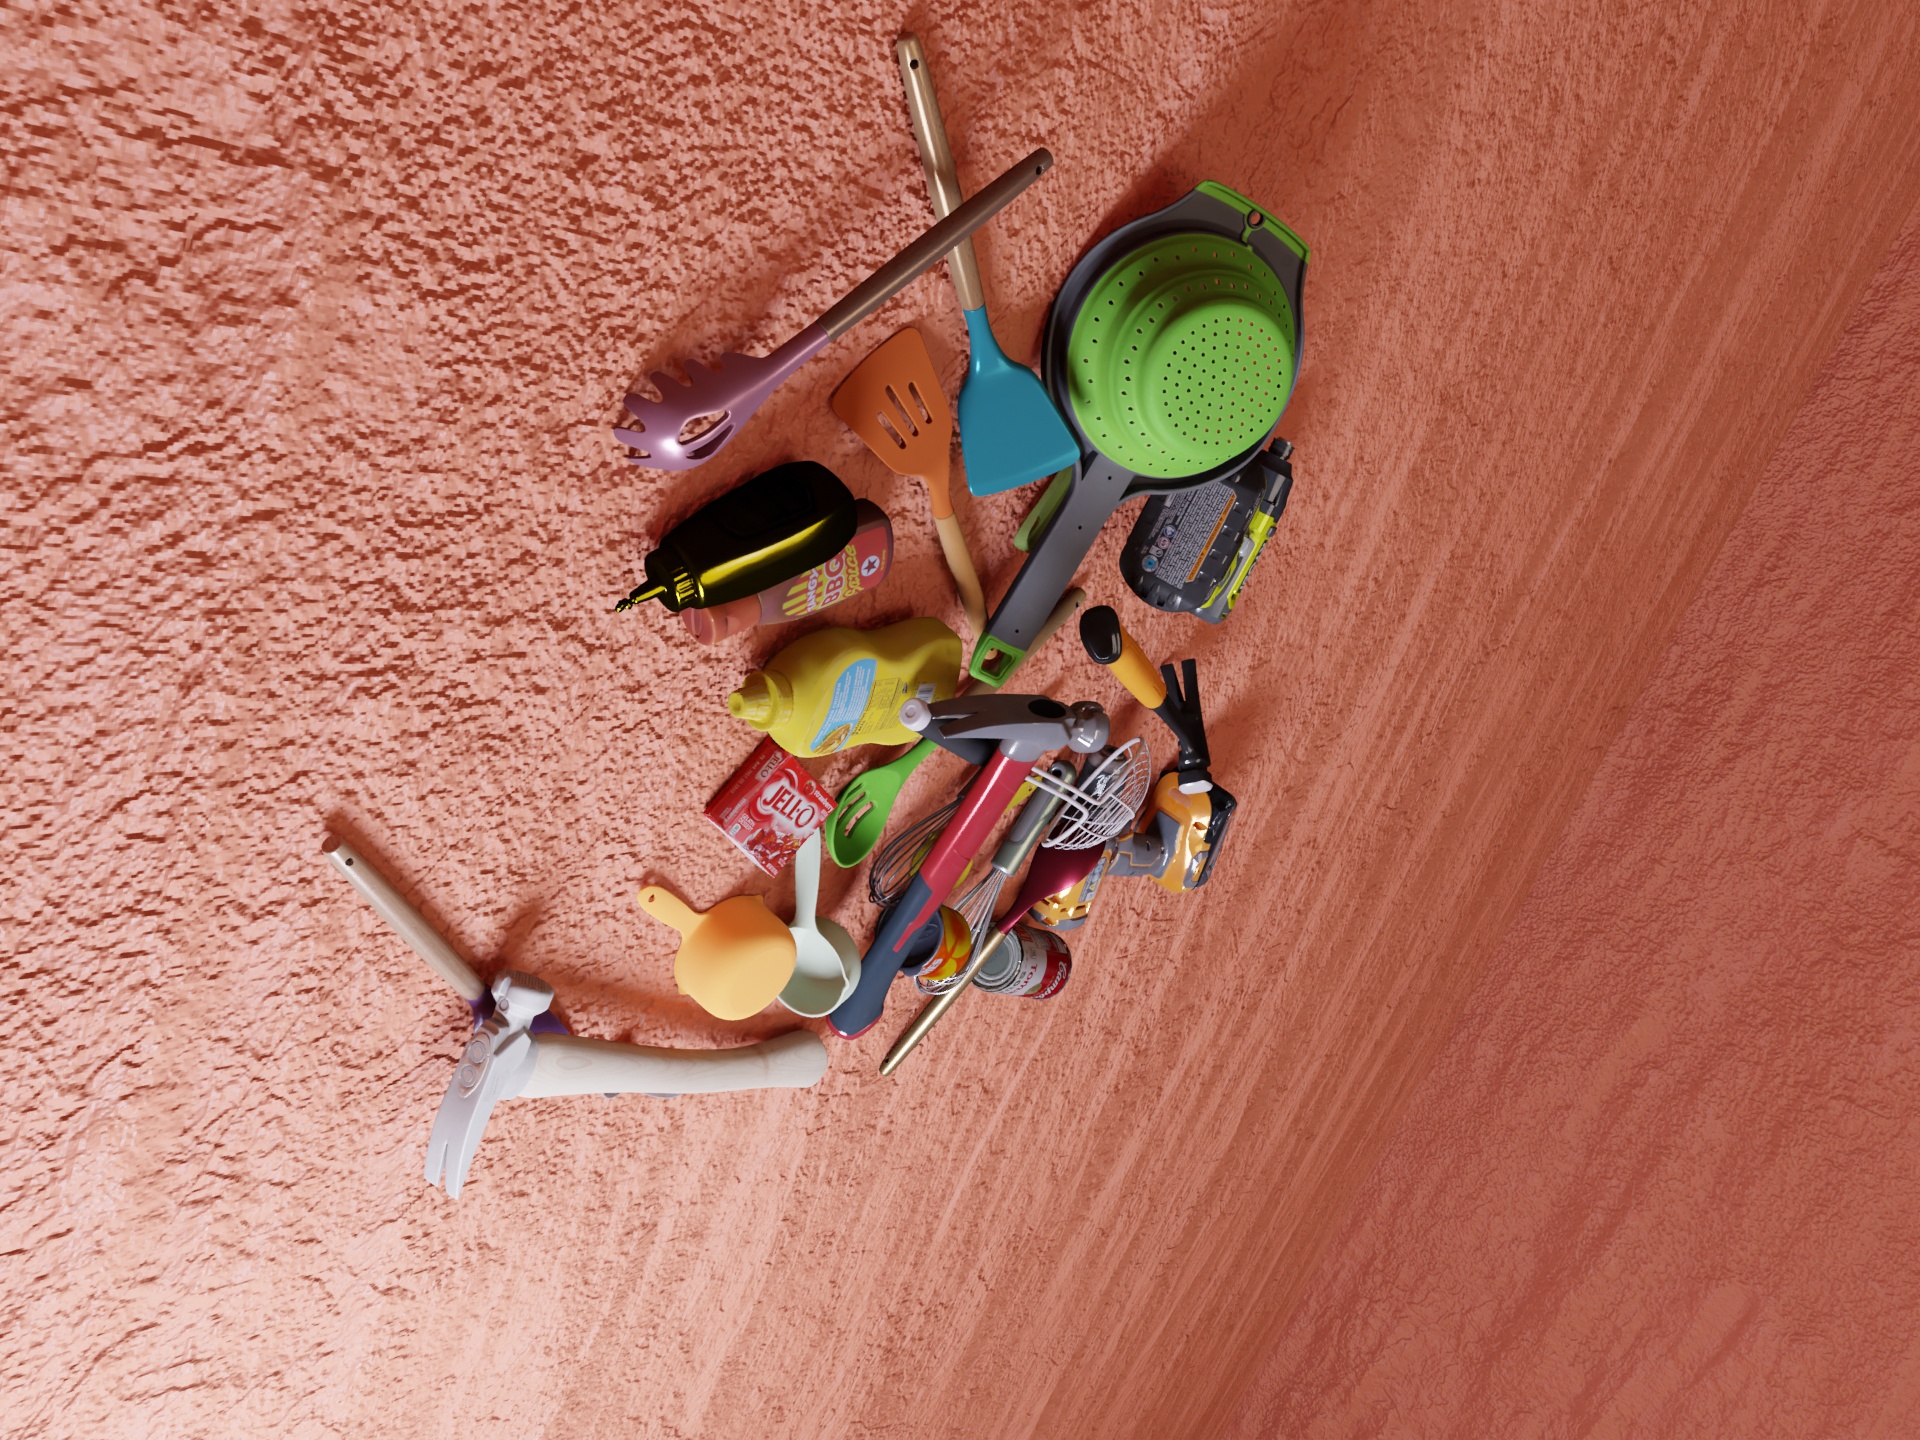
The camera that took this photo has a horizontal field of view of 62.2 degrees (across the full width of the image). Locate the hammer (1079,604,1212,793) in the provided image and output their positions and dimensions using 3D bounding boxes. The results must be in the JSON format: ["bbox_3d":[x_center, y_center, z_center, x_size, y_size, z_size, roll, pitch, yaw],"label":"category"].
[{"bbox_3d":[0.158,-0.035,1.335,0.336,0.034,0.127,38,44,-65],"label":"hammer"}]

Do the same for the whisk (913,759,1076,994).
[{"bbox_3d":[0.032,0.140,1.426,0.246,0.058,0.059,-57,140,-7],"label":"whisk"}]

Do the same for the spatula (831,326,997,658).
[{"bbox_3d":[-0.014,-0.139,1.136,0.081,0.041,0.322,-47,151,-16],"label":"spatula"}]

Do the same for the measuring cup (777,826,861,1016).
[{"bbox_3d":[-0.111,0.147,1.237,0.038,0.083,0.167,-25,122,-60],"label":"measuring cup"}]

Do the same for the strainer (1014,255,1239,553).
[{"bbox_3d":[0.135,-0.225,1.208,0.256,0.069,0.151,-55,148,-3],"label":"strainer"}]

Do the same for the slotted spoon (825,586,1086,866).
[{"bbox_3d":[-0.002,-0.004,1.262,0.314,0.031,0.070,-45,140,-22],"label":"slotted spoon"}]

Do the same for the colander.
[{"bbox_3d":[0.125,-0.181,1.139,0.204,0.095,0.397,24,106,-25],"label":"colander"}]

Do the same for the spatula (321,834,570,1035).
[{"bbox_3d":[-0.320,0.161,1.005,0.060,0.018,0.315,-45,147,-20],"label":"spatula"}]

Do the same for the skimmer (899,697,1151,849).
[{"bbox_3d":[0.047,0.027,1.270,0.127,0.090,0.363,-46,144,12],"label":"skimmer"}]

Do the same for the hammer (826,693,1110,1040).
[{"bbox_3d":[-0.033,0.124,1.220,0.143,0.038,0.386,1,136,-34],"label":"hammer"}]

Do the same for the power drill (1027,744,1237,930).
[{"bbox_3d":[0.170,0.099,1.543,0.226,0.084,0.185,-9,124,-44],"label":"power drill"}]

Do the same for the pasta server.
[{"bbox_3d":[-0.066,-0.246,0.932,0.316,0.040,0.060,-42,146,-15],"label":"pasta server"}]

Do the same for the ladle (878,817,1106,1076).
[{"bbox_3d":[0.022,0.209,1.454,0.031,0.069,0.315,29,106,-36],"label":"ladle"}]

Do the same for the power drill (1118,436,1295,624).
[{"bbox_3d":[0.218,-0.165,1.333,0.171,0.080,0.223,-63,164,14],"label":"power drill"}]

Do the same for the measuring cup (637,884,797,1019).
[{"bbox_3d":[-0.178,0.164,1.161,0.095,0.052,0.173,-50,150,-8],"label":"measuring cup"}]

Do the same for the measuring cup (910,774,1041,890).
[{"bbox_3d":[0.022,0.097,1.386,0.156,0.029,0.062,-36,143,-26],"label":"measuring cup"}]

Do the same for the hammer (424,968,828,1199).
[{"bbox_3d":[-0.223,0.268,1.184,0.410,0.038,0.146,23,89,-61],"label":"hammer"}]

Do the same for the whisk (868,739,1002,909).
[{"bbox_3d":[0.007,0.068,1.327,0.239,0.055,0.055,-48,147,-20],"label":"whisk"}]

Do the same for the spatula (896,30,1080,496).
[{"bbox_3d":[0.007,-0.280,1.008,0.082,0.044,0.317,-19,138,0],"label":"spatula"}]

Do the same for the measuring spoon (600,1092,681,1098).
[{"bbox_3d":[-0.244,0.274,1.215,0.034,0.018,0.124,-65,156,-8],"label":"measuring spoon"}]
